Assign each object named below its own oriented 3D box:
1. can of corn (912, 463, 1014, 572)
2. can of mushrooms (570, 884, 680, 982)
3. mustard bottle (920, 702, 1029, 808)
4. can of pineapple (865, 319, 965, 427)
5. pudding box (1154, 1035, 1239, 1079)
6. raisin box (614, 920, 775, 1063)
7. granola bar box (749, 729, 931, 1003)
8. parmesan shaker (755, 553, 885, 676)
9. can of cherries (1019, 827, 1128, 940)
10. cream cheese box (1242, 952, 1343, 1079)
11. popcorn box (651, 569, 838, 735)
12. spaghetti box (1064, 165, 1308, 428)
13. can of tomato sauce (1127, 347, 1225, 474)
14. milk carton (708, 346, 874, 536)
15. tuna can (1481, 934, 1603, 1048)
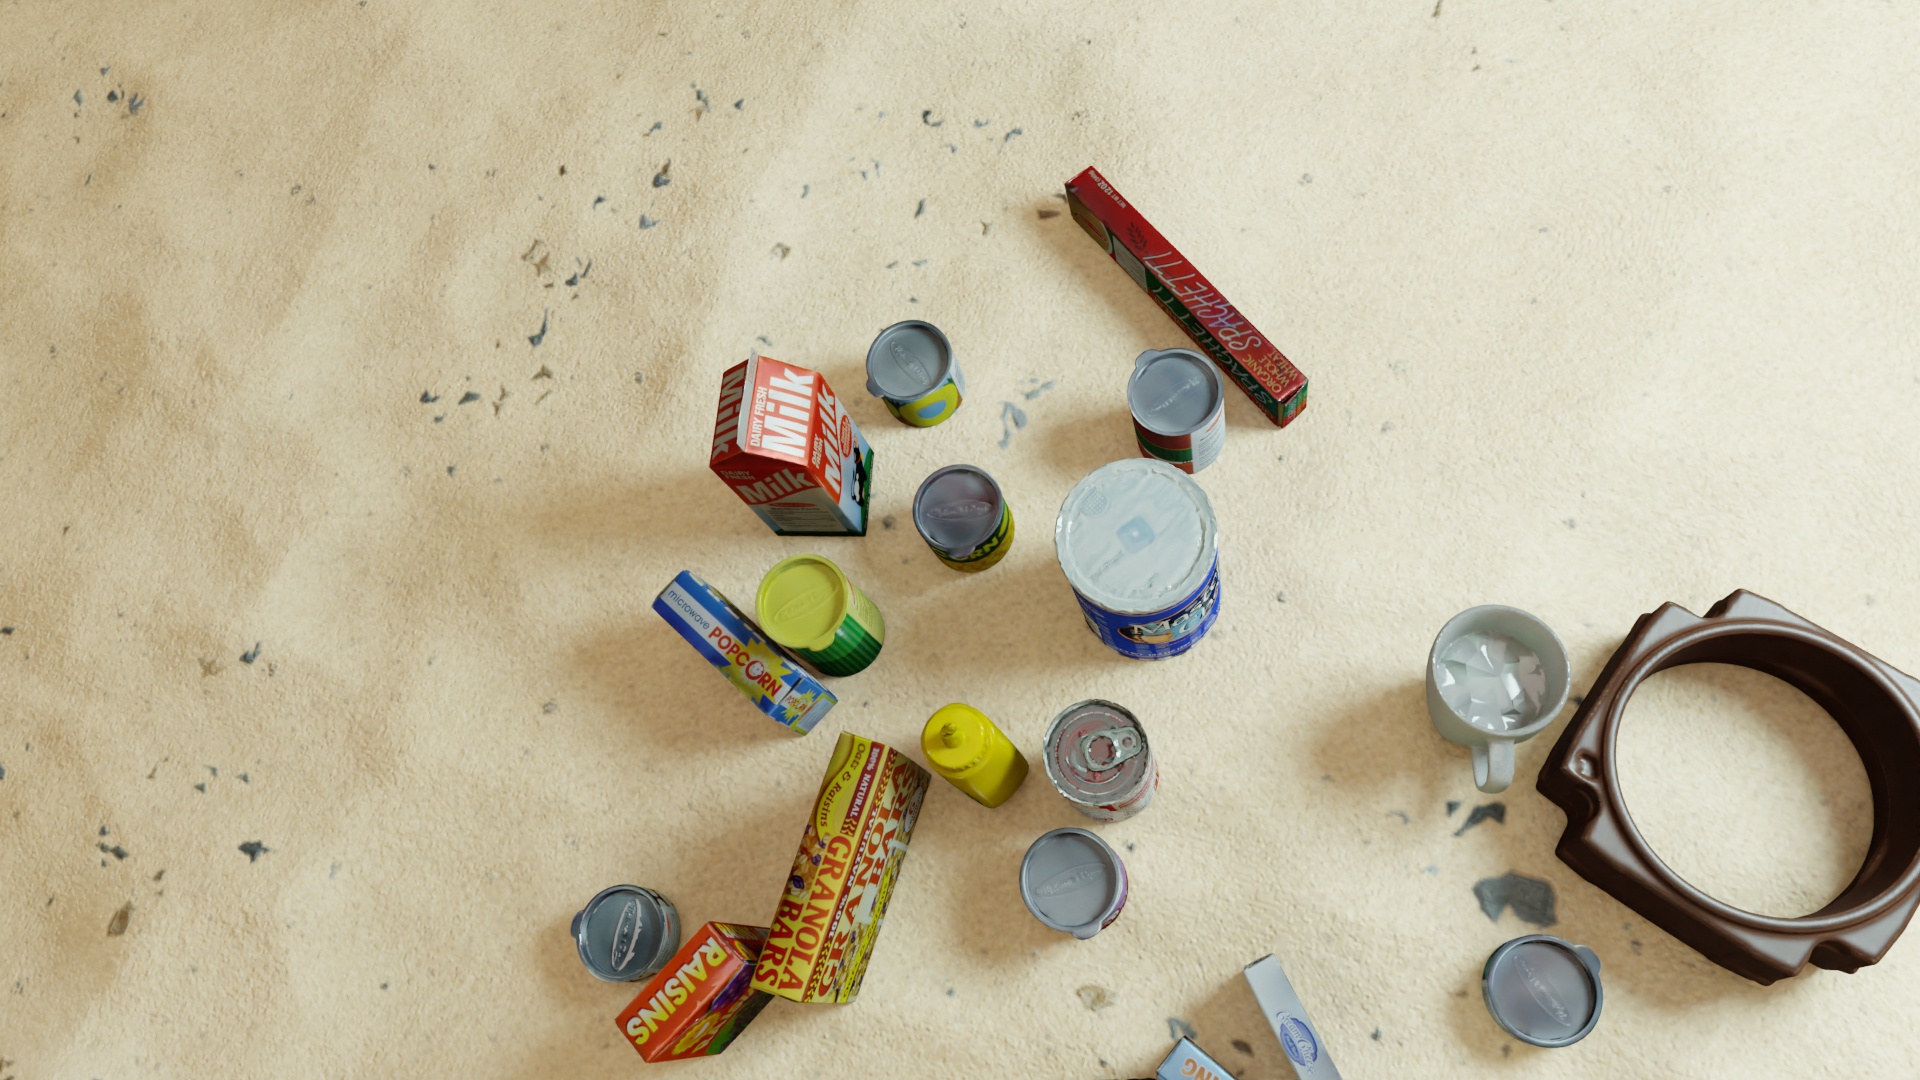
[{"bbox_3d":[0.004,-0.013,1.013,0.071,0.058,0.071,-4,71,11],"label":"can of corn"},{"bbox_3d":[-0.235,0.276,0.978,0.071,0.033,0.071,-4,71,11],"label":"can of mushrooms"},{"bbox_3d":[0.004,0.136,0.908,0.065,0.160,0.049,39,84,20],"label":"mustard bottle"},{"bbox_3d":[-0.035,-0.125,1.059,0.071,0.057,0.071,-4,71,11],"label":"can of pineapple"},{"bbox_3d":[0.163,0.347,0.863,0.084,0.049,0.030,36,82,20],"label":"pudding box"},{"bbox_3d":[-0.161,0.295,0.908,0.086,0.123,0.040,-46,69,-5],"label":"raisin box"},{"bbox_3d":[-0.073,0.218,0.915,0.039,0.124,0.166,15,76,16],"label":"granola bar box"},{"bbox_3d":[-0.096,0.058,0.986,0.071,0.103,0.071,-4,71,11],"label":"parmesan shaker"},{"bbox_3d":[0.076,0.228,0.916,0.071,0.058,0.071,-4,71,11],"label":"can of cherries"},{"bbox_3d":[0.210,0.310,0.864,0.024,0.053,0.104,-28,69,2],"label":"cream cheese box"},{"bbox_3d":[-0.154,0.081,0.999,0.127,0.085,0.038,39,84,20],"label":"popcorn box"},{"bbox_3d":[0.167,-0.184,1.041,0.029,0.050,0.250,-39,69,-2],"label":"spaghetti box"},{"bbox_3d":[0.154,-0.092,0.995,0.071,0.083,0.071,-4,71,11],"label":"can of tomato sauce"},{"bbox_3d":[-0.122,-0.065,0.985,0.073,0.190,0.072,1,72,12],"label":"milk carton"},{"bbox_3d":[0.359,0.276,0.856,0.071,0.032,0.071,-4,71,11],"label":"tuna can"}]
